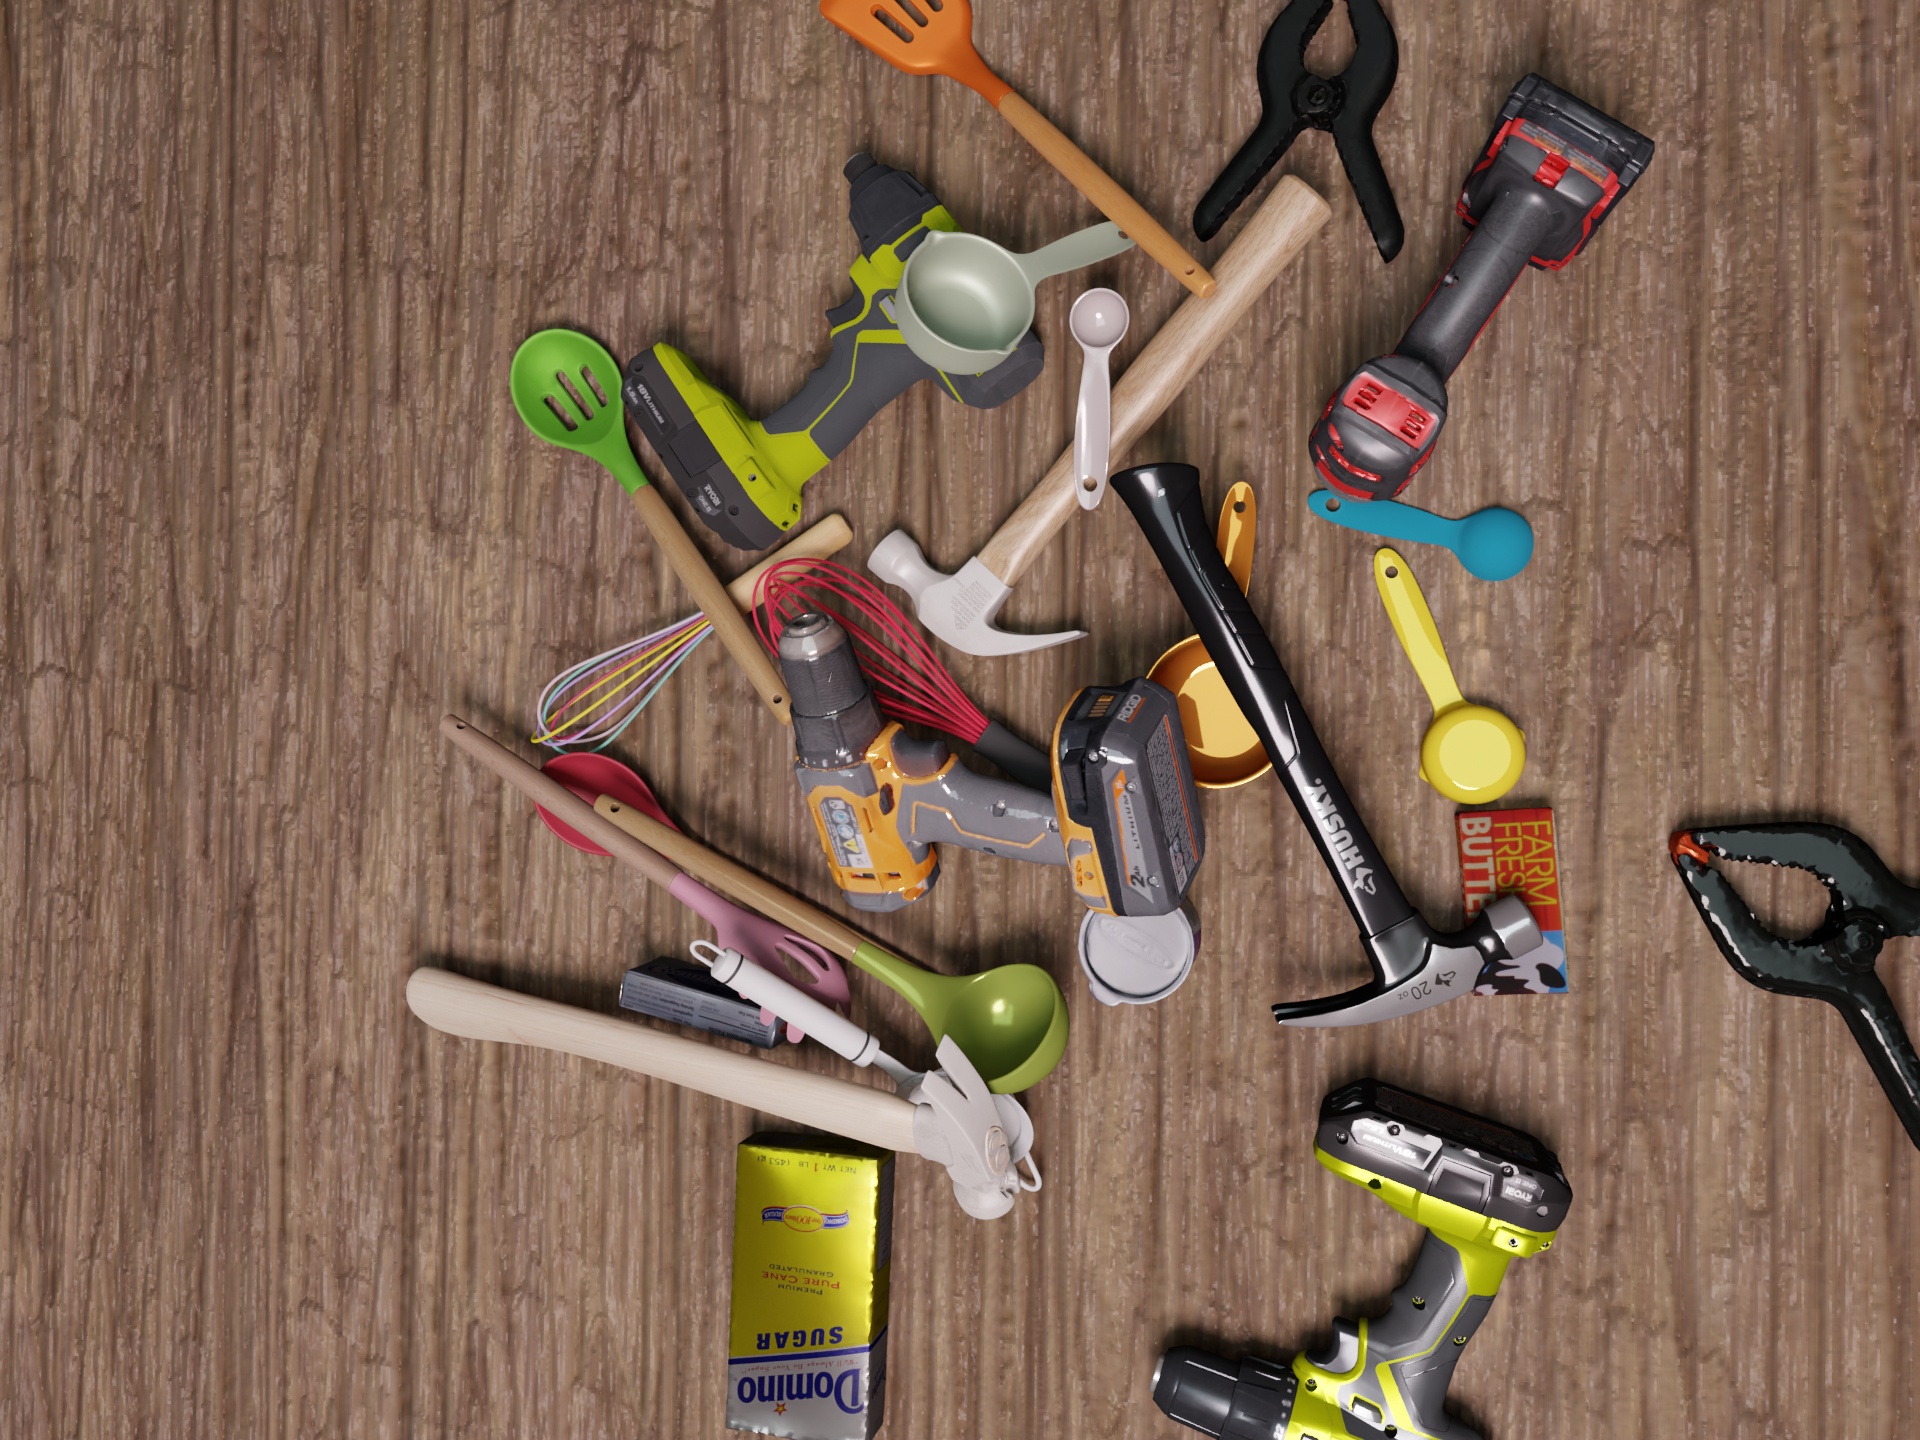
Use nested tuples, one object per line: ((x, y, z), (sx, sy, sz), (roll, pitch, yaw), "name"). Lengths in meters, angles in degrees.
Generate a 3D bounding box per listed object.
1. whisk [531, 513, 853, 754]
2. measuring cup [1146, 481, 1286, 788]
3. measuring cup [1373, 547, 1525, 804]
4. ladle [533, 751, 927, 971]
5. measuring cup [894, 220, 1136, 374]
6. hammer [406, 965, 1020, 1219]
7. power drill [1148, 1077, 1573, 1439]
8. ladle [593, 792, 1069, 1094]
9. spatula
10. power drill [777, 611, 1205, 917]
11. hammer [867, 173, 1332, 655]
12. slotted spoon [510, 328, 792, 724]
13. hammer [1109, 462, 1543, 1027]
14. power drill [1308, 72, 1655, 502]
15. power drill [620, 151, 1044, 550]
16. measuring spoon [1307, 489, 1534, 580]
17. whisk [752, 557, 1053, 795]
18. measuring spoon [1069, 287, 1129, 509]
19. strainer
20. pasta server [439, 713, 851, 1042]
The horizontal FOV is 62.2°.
((-0.170, -0.053, 0.997), (0.245, 0.047, 0.051), (-33, 81, 8), "whisk")
((0.154, -0.047, 0.914), (0.095, 0.052, 0.173), (6, 89, 13), "measuring cup")
((0.269, -0.026, 0.896), (0.062, 0.029, 0.156), (-24, 85, 12), "measuring cup")
((-0.127, 0.106, 0.991), (0.315, 0.031, 0.069), (27, 112, 10), "ladle")
((0.036, -0.249, 0.909), (0.167, 0.038, 0.083), (-28, 82, -26), "measuring cup")
((-0.167, 0.196, 0.938), (0.411, 0.146, 0.038), (9, 51, 24), "hammer")
((0.222, 0.323, 0.880), (0.190, 0.080, 0.228), (18, 96, 13), "power drill")
((-0.082, 0.116, 0.916), (0.320, 0.062, 0.078), (28, 67, 14), "ladle")
((0.039, -0.354, 0.934), (0.081, 0.041, 0.323), (-44, 67, 9), "spatula")
((0.007, 0.023, 0.882), (0.226, 0.084, 0.185), (-1, 120, 28), "power drill")
((0.094, -0.172, 0.927), (0.130, 0.031, 0.331), (43, 104, 9), "hammer")
((-0.186, -0.121, 0.986), (0.070, 0.031, 0.314), (-36, 72, 2), "slotted spoon")
((0.171, 0.010, 0.862), (0.146, 0.035, 0.335), (-29, 91, 6), "hammer")
((0.264, -0.215, 0.851), (0.078, 0.143, 0.219), (34, 90, 7), "power drill")
((-0.084, -0.222, 0.963), (0.223, 0.080, 0.171), (-35, 82, 7), "power drill")
((0.261, -0.111, 0.903), (0.128, 0.021, 0.042), (16, 93, 12), "measuring spoon")
((-0.002, -0.003, 0.950), (0.296, 0.073, 0.073), (35, 97, 5), "whisk")
((0.078, -0.183, 0.910), (0.034, 0.018, 0.124), (6, 102, 16), "measuring spoon")
((-0.048, 0.192, 0.922), (0.258, 0.050, 0.087), (36, 131, -19), "strainer")
((-0.196, 0.088, 0.971), (0.316, 0.060, 0.040), (32, 132, 13), "pasta server")
